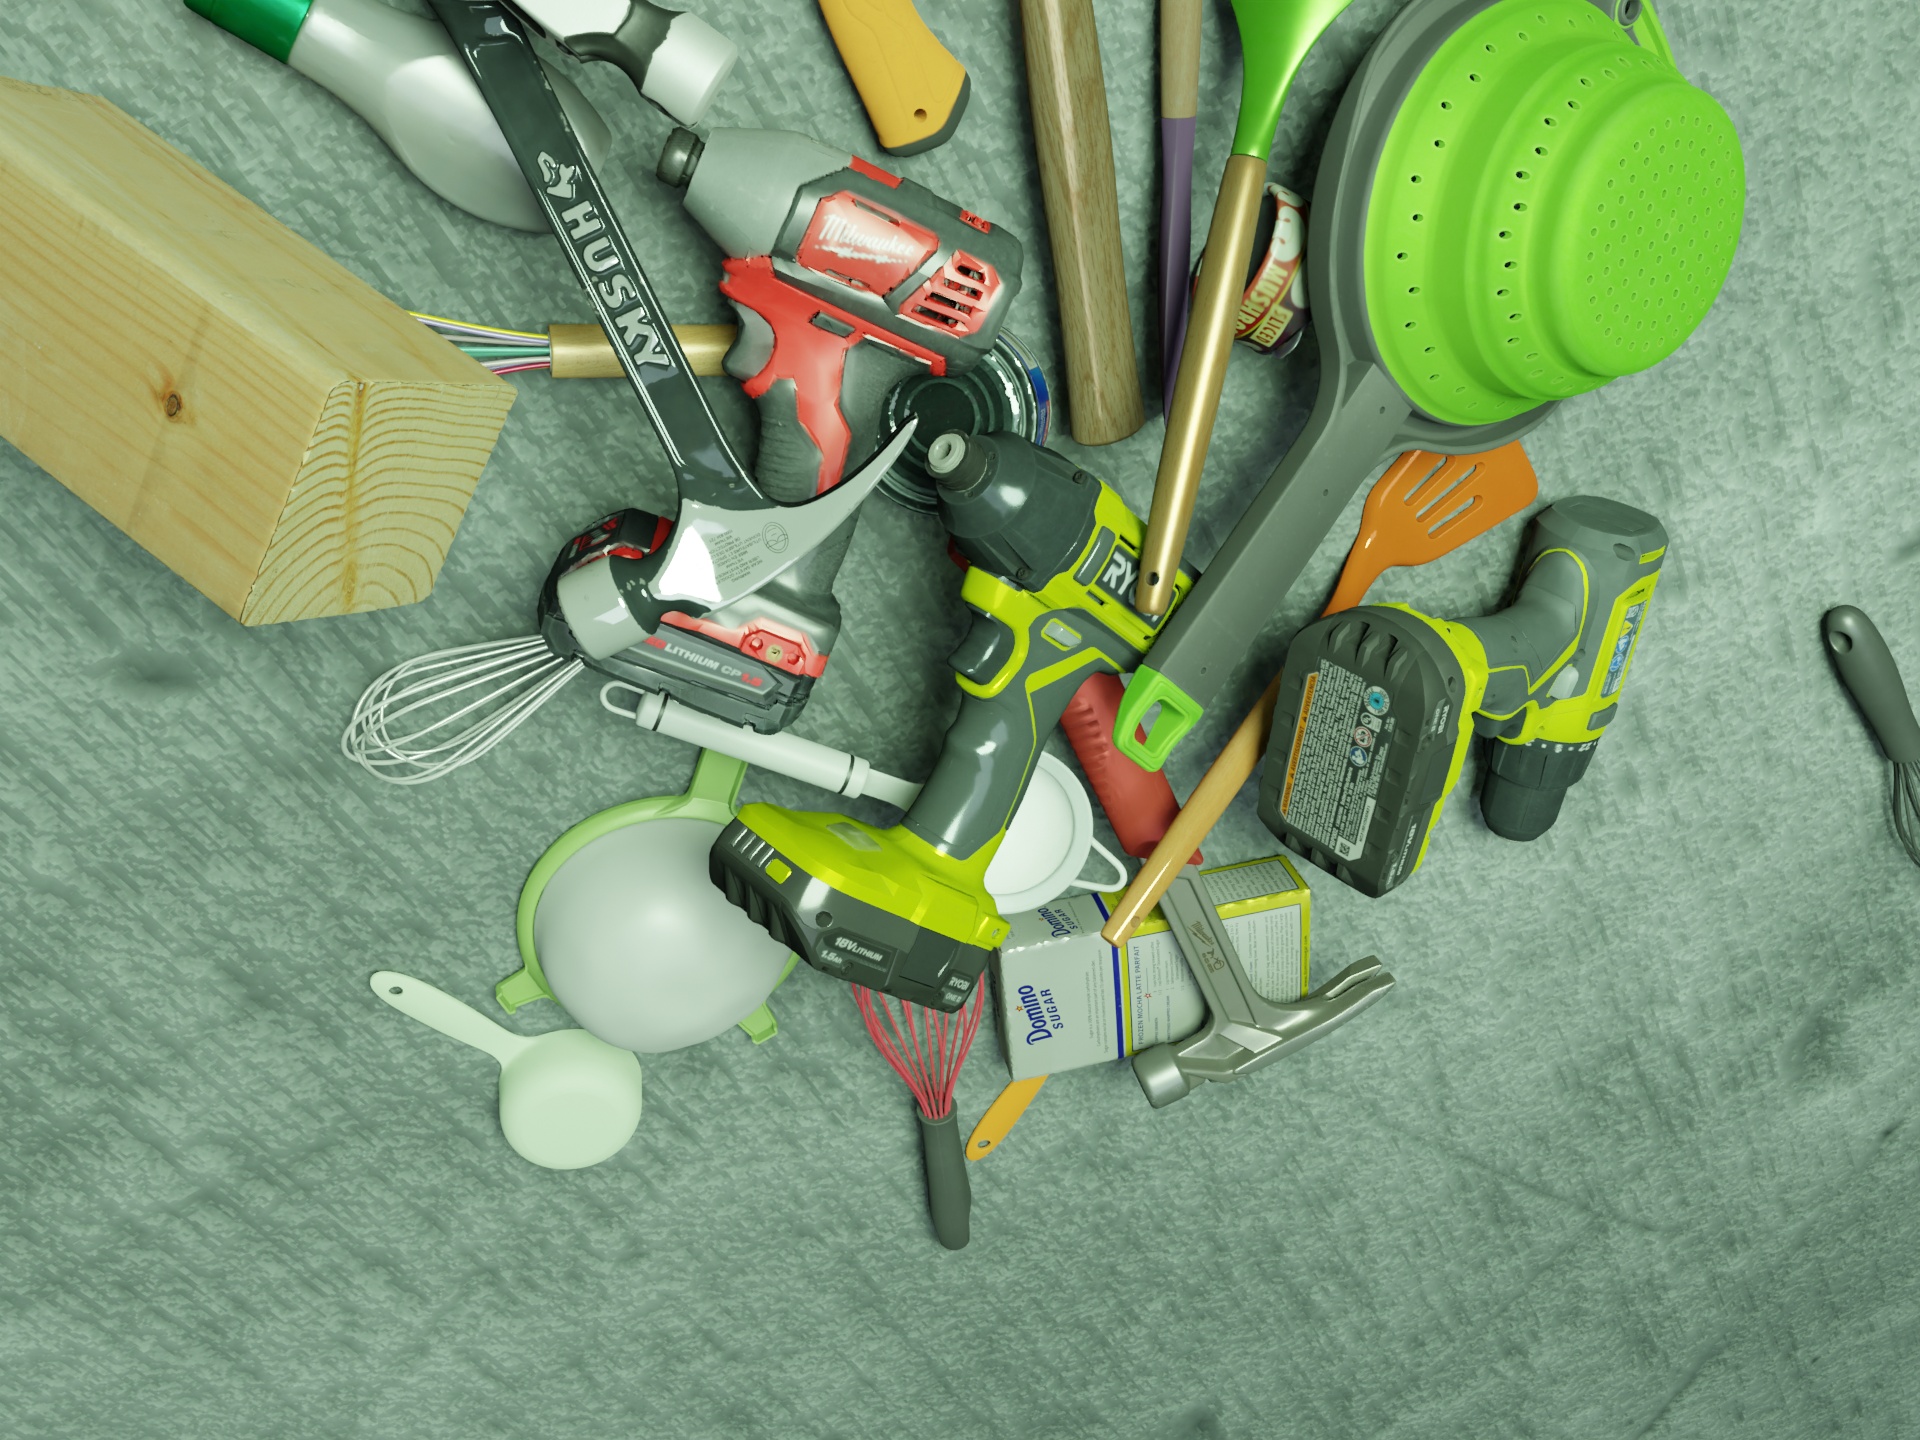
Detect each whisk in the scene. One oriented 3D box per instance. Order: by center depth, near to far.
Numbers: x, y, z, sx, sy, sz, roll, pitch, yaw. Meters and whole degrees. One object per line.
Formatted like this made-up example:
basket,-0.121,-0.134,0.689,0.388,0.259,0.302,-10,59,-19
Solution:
whisk,-0.189,-0.146,0.646,0.245,0.051,0.047,-5,87,-18
whisk,-0.164,-0.037,0.719,0.246,0.058,0.059,-25,158,-3
whisk,-0.015,0.204,0.891,0.073,0.073,0.295,-12,128,-8
whisk,0.559,0.017,0.937,0.055,0.055,0.238,-38,118,9

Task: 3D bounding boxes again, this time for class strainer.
strainer,-0.042,0.027,0.742,0.258,0.050,0.087,20,105,-15
strainer,-0.126,0.073,0.775,0.151,0.069,0.256,12,118,-21

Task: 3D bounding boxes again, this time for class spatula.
spatula,0.088,-0.271,0.643,0.018,0.060,0.315,4,117,12
spatula,0.170,-0.020,0.776,0.081,0.041,0.322,44,77,-31

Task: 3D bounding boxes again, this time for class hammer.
hammer,-0.057,-0.368,0.492,0.146,0.035,0.335,32,93,-15
hammer,-0.153,-0.229,0.539,0.149,0.036,0.408,-24,105,3
hammer,-0.079,-0.357,0.552,0.127,0.034,0.336,-25,123,0
hammer,0.037,-0.262,0.618,0.130,0.031,0.331,-25,125,-21
hammer,0.097,0.035,0.799,0.149,0.037,0.358,-27,114,0

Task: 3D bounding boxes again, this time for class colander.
colander,0.202,-0.136,0.649,0.204,0.095,0.397,35,89,-39

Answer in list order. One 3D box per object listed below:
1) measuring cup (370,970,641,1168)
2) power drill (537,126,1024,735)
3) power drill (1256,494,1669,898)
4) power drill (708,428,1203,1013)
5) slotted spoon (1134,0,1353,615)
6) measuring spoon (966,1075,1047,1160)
measuring cup,-0.237,0.181,0.828,0.083,0.038,0.167,-42,123,11
power drill,-0.082,-0.118,0.631,0.143,0.079,0.219,22,108,-15
power drill,0.253,0.001,0.789,0.228,0.080,0.190,-19,128,-37
power drill,-0.001,-0.002,0.660,0.171,0.080,0.223,30,90,-49
slotted spoon,0.110,-0.195,0.629,0.070,0.031,0.314,15,97,22
measuring spoon,0.038,0.222,0.941,0.021,0.011,0.117,25,111,-26
